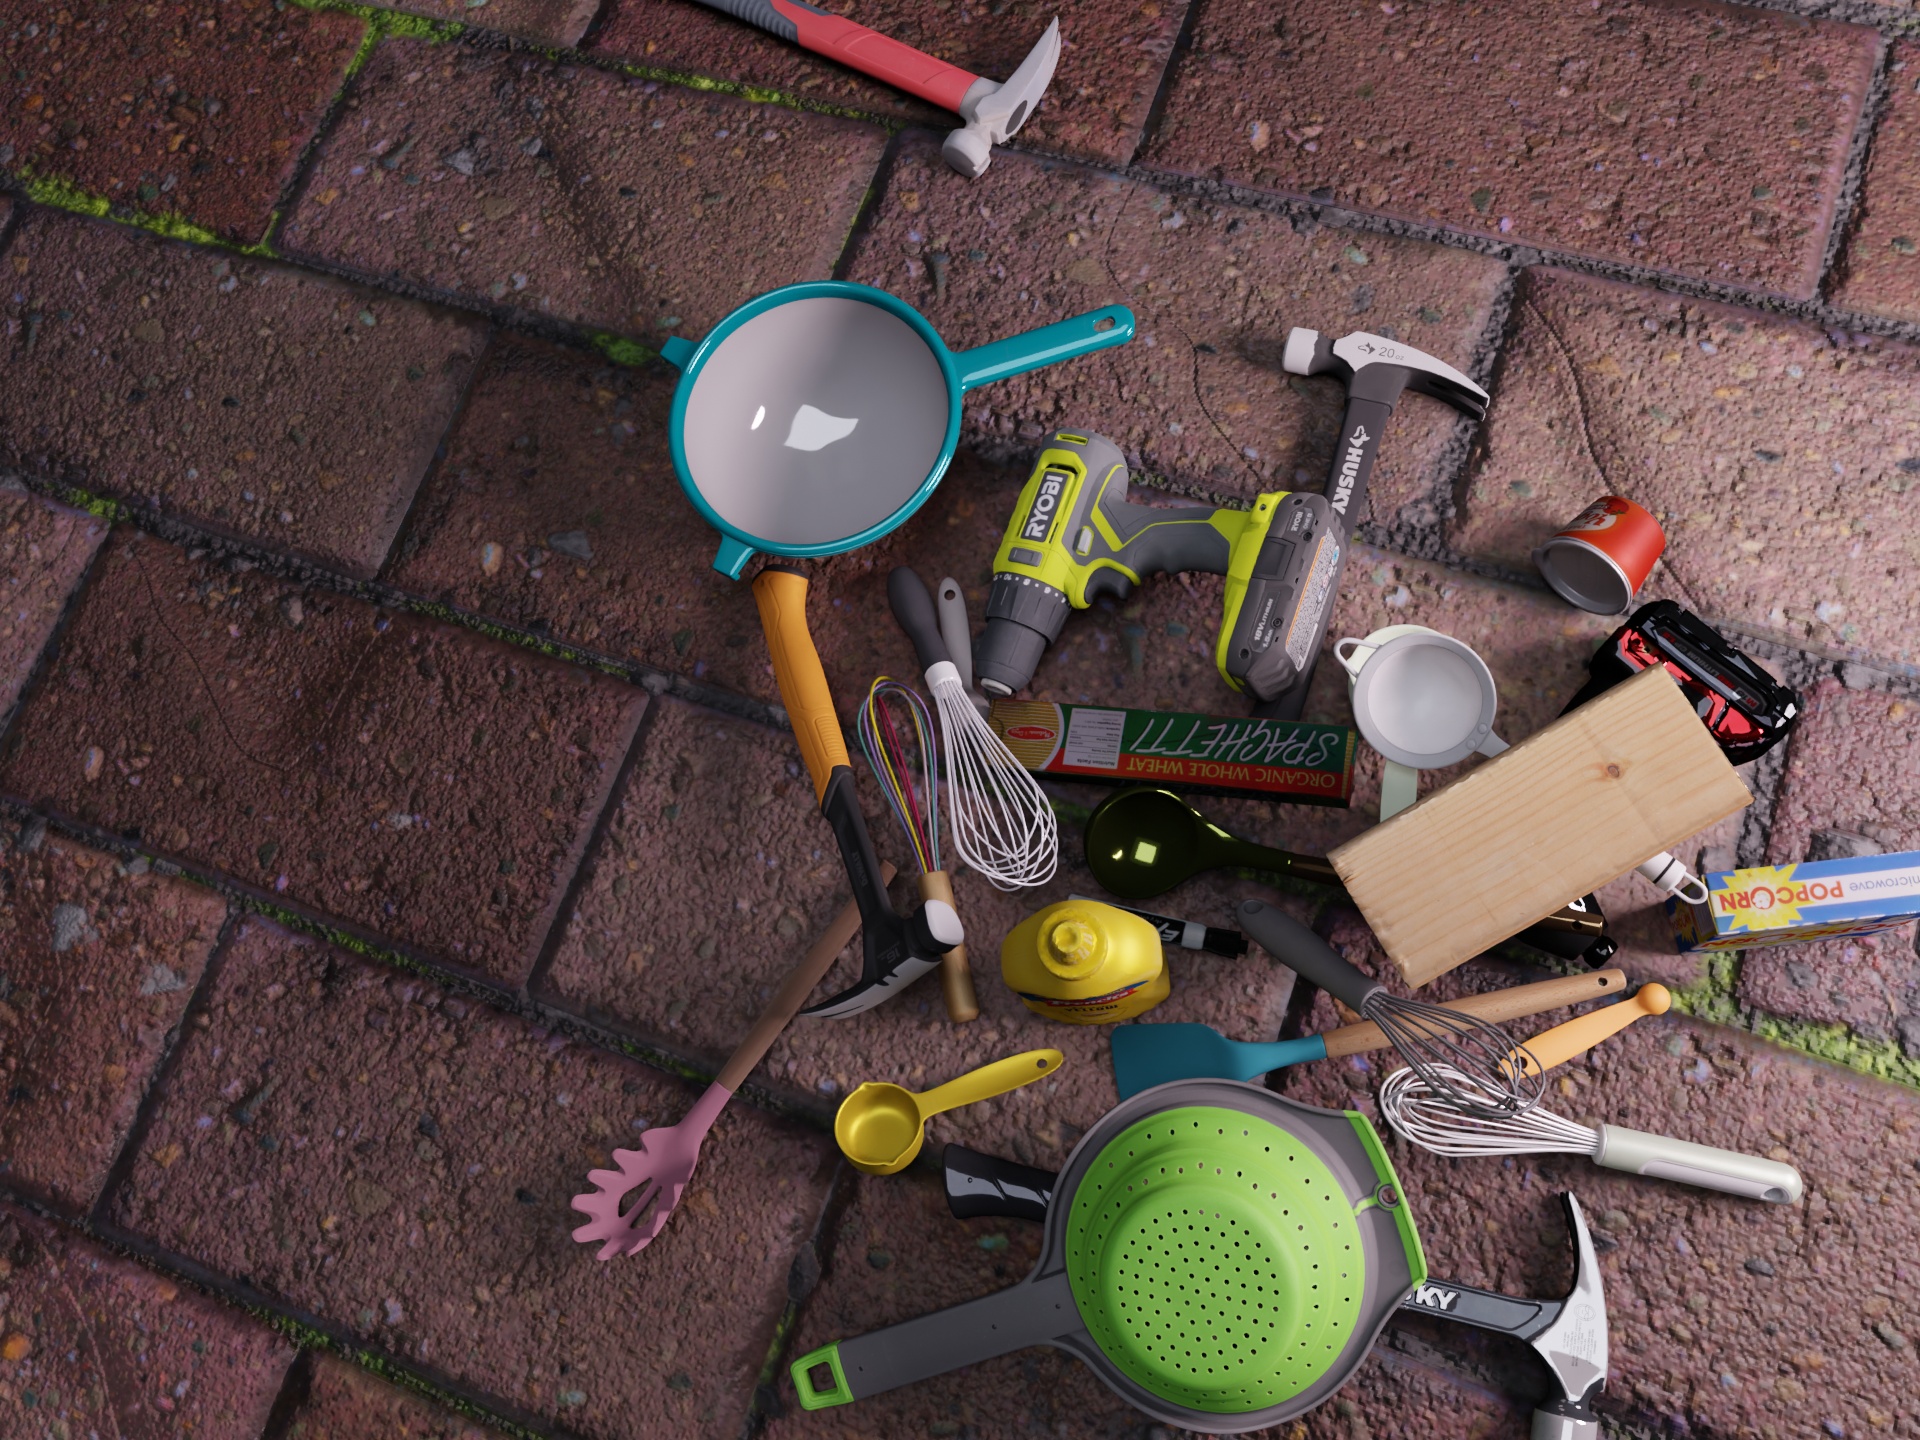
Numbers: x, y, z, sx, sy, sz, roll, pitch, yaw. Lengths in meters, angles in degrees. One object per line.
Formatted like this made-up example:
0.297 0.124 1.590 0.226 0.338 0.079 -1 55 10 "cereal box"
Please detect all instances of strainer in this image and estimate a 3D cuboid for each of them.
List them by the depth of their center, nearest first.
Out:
0.339 0.027 0.968 0.258 0.050 0.087 40 115 18 "strainer"
-0.037 -0.223 1.154 0.340 0.095 0.211 -17 73 2 "strainer"

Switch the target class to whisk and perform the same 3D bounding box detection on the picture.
0.376 0.254 0.957 0.246 0.057 0.059 11 43 9 "whisk"
0.250 0.167 0.959 0.055 0.055 0.239 -47 41 -6 "whisk"
-0.001 -0.003 1.076 0.070 0.070 0.285 -24 54 2 "whisk"
-0.028 0.084 1.083 0.051 0.047 0.245 -15 74 4 "whisk"

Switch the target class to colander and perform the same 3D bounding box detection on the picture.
0.067 0.344 0.927 0.397 0.094 0.204 -22 80 12 "colander"

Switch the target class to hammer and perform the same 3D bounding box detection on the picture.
0.183 0.322 0.975 0.409 0.036 0.149 11 74 13 "hammer"
-0.095 0.034 1.086 0.127 0.034 0.337 -38 55 29 "hammer"
0.256 -0.112 1.097 0.146 0.035 0.335 15 76 15 "hammer"
-0.107 -0.577 1.305 0.386 0.038 0.143 30 79 17 "hammer"

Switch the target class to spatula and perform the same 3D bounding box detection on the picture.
0.252 0.197 0.993 0.317 0.044 0.082 -14 69 7 "spatula"

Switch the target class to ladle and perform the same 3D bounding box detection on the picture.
0.231 0.099 0.995 0.320 0.062 0.078 10 108 24 "ladle"

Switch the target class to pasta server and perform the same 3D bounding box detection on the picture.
-0.143 0.221 1.063 0.060 0.040 0.316 34 80 20 "pasta server"

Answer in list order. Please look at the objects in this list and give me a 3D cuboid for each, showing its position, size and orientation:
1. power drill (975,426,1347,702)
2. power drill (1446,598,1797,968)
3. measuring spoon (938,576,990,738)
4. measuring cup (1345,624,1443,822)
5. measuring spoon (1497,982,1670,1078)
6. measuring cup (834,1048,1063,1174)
0.126 -0.090 1.075 0.229 0.080 0.190 15 79 29 "power drill"
0.407 0.044 1.002 0.219 0.078 0.143 -44 70 -2 "power drill"
-0.002 -0.048 1.131 0.034 0.018 0.124 -11 71 7 "measuring spoon"
0.286 0.016 1.034 0.083 0.038 0.168 7 62 11 "measuring cup"
0.388 0.194 0.990 0.117 0.011 0.021 -26 70 1 "measuring spoon"
-0.005 0.251 1.038 0.156 0.029 0.062 -18 50 -9 "measuring cup"
